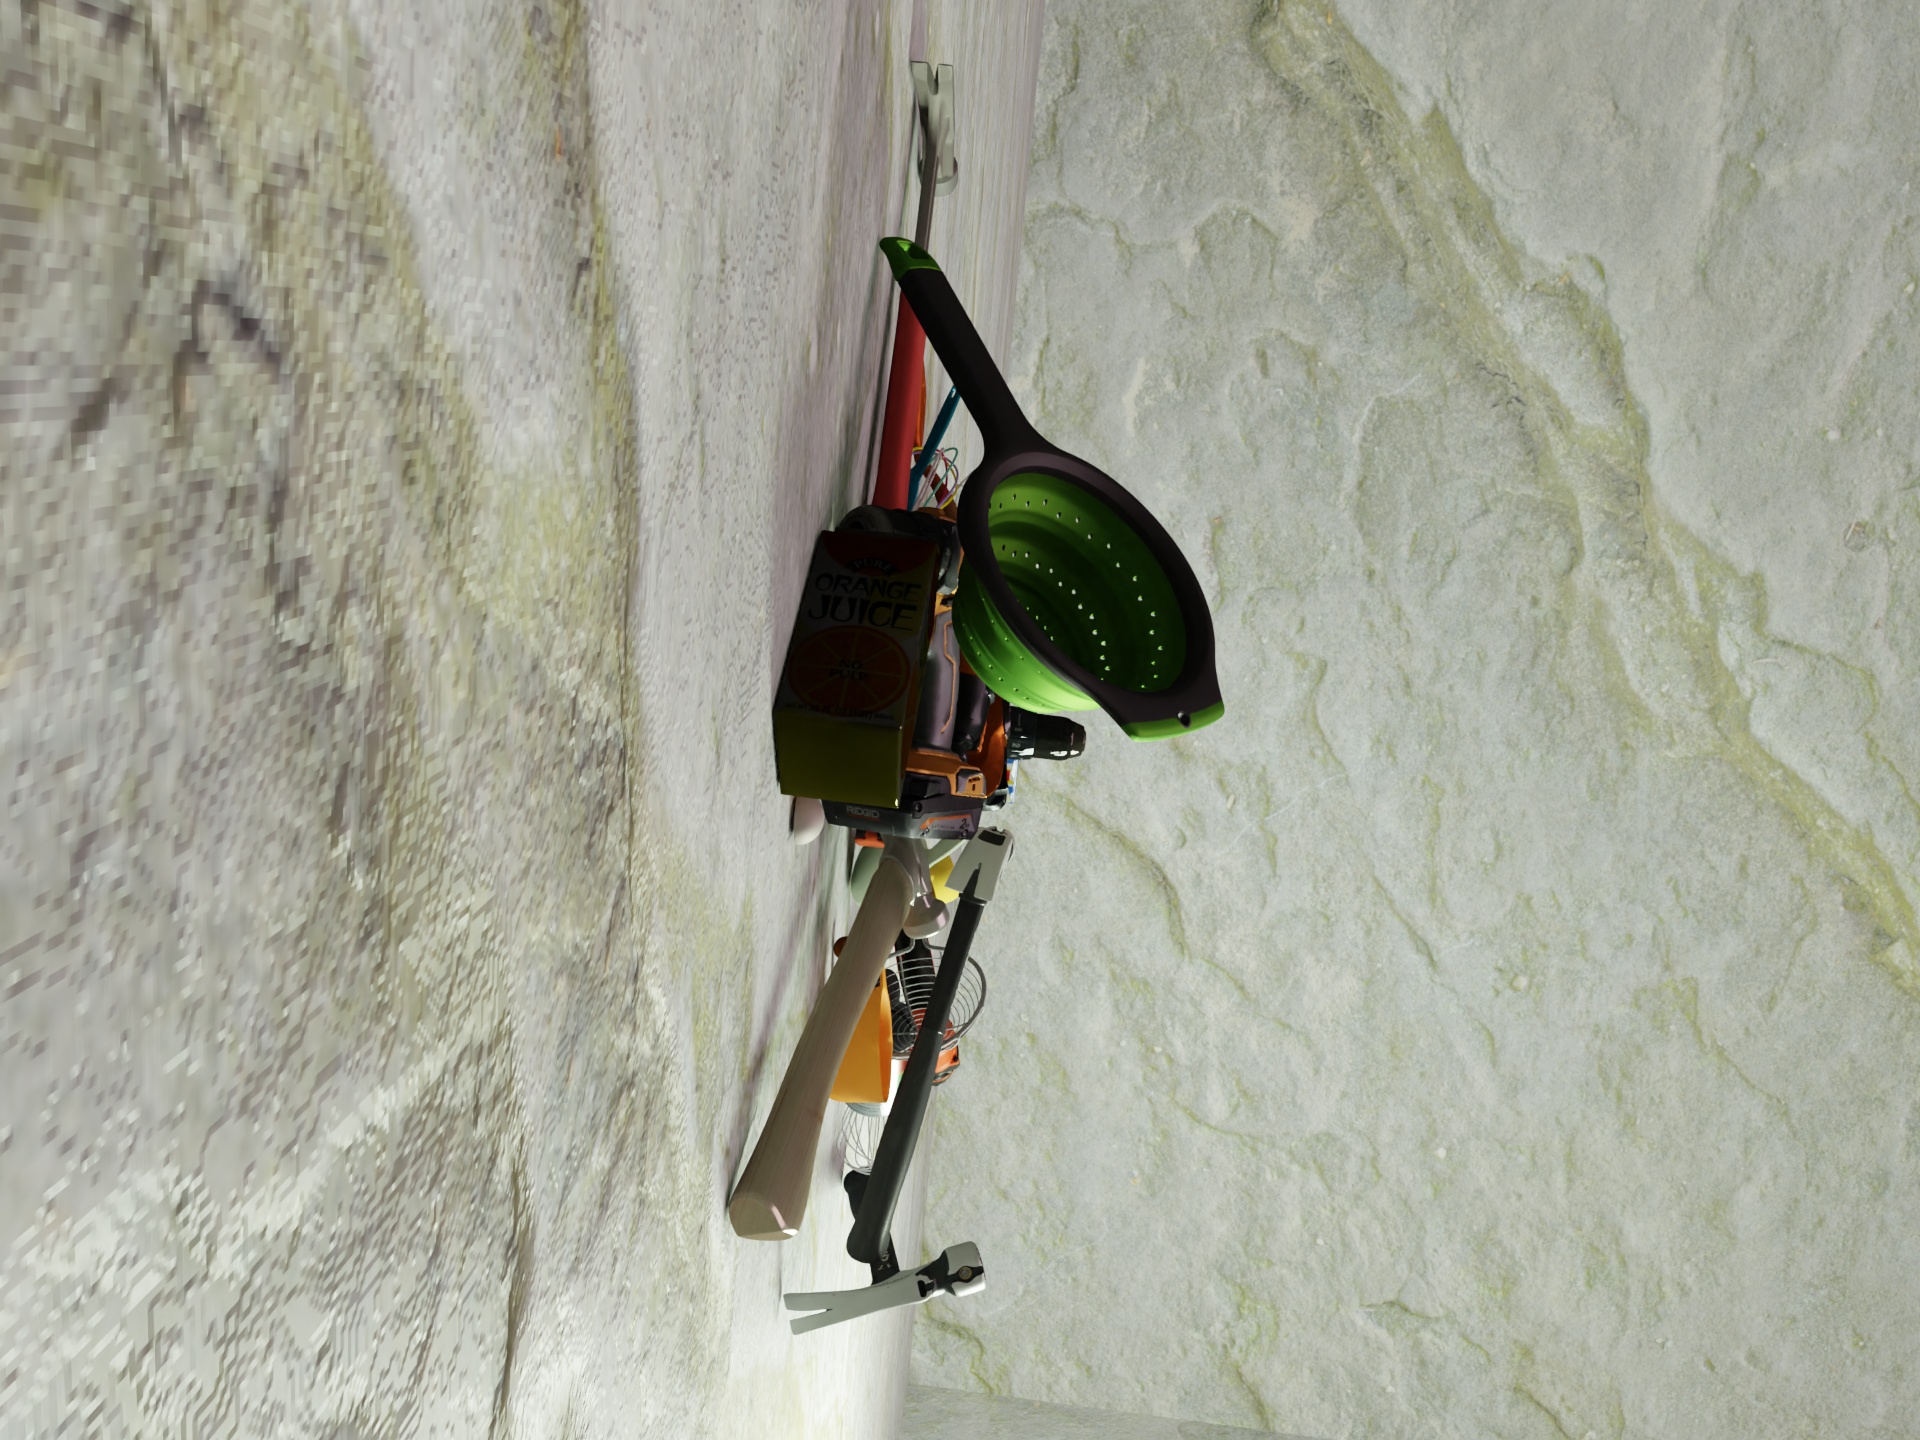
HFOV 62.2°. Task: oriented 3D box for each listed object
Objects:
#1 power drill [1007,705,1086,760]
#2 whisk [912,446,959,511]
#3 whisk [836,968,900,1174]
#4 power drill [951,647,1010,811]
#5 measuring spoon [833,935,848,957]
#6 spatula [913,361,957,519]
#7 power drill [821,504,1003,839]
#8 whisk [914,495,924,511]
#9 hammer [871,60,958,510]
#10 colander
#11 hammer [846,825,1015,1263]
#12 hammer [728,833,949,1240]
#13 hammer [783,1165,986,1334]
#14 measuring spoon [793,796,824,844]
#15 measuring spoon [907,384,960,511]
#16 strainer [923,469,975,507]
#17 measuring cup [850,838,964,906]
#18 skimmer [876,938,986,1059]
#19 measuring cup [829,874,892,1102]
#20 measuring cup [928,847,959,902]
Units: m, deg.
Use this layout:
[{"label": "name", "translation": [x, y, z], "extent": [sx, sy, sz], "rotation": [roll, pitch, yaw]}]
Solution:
[{"label": "power drill", "translation": [0.031, -0.045, 1.592], "extent": [0.227, 0.188, 0.080], "rotation": [-86, -177, -47]}, {"label": "whisk", "translation": [-0.039, -0.153, 1.270], "extent": [0.047, 0.051, 0.245], "rotation": [61, 28, -30]}, {"label": "whisk", "translation": [-0.077, 0.334, 1.541], "extent": [0.285, 0.070, 0.070], "rotation": [-89, -177, -59]}, {"label": "power drill", "translation": [-0.002, -0.004, 1.296], "extent": [0.226, 0.084, 0.164], "rotation": [85, 5, -64]}, {"label": "measuring spoon", "translation": [-0.101, 0.221, 1.287], "extent": [0.021, 0.011, 0.116], "rotation": [-78, 177, -58]}, {"label": "spatula", "translation": [0.004, -0.176, 1.403], "extent": [0.081, 0.041, 0.323], "rotation": [86, -17, -73]}, {"label": "power drill", "translation": [-0.036, -0.035, 1.097], "extent": [0.185, 0.084, 0.226], "rotation": [11, 87, -63]}, {"label": "whisk", "translation": [-0.015, -0.124, 1.451], "extent": [0.059, 0.058, 0.246], "rotation": [-65, 153, -24]}, {"label": "hammer", "translation": [-0.037, -0.291, 1.172], "extent": [0.149, 0.036, 0.359], "rotation": [81, 15, -78]}, {"label": "colander", "translation": [0.025, -0.142, 1.060], "extent": [0.094, 0.204, 0.397], "rotation": [-40, -108, 40]}, {"label": "hammer", "translation": [-0.025, 0.244, 1.183], "extent": [0.146, 0.035, 0.335], "rotation": [-20, 128, -82]}, {"label": "hammer", "translation": [-0.083, 0.181, 1.066], "extent": [0.411, 0.038, 0.146], "rotation": [-68, 140, -62]}, {"label": "hammer", "translation": [-0.077, 0.437, 1.359], "extent": [0.409, 0.149, 0.036], "rotation": [145, -69, -82]}, {"label": "measuring spoon", "translation": [-0.088, 0.026, 1.011], "extent": [0.034, 0.018, 0.124], "rotation": [92, 4, -51]}, {"label": "measuring spoon", "translation": [-0.032, -0.208, 1.212], "extent": [0.128, 0.021, 0.042], "rotation": [-61, -151, 26]}, {"label": "strainer", "translation": [-0.036, -0.124, 1.516], "extent": [0.086, 0.050, 0.258], "rotation": [82, 20, -78]}, {"label": "measuring cup", "translation": [-0.040, 0.106, 1.285], "extent": [0.167, 0.038, 0.083], "rotation": [-40, -147, 50]}, {"label": "skimmer", "translation": [-0.048, 0.112, 1.382], "extent": [0.090, 0.127, 0.363], "rotation": [51, 34, -71]}, {"label": "measuring cup", "translation": [-0.084, 0.206, 1.221], "extent": [0.095, 0.052, 0.174], "rotation": [71, 16, -78]}, {"label": "measuring cup", "translation": [-0.034, 0.106, 1.574], "extent": [0.062, 0.029, 0.156], "rotation": [112, -38, -77]}]
